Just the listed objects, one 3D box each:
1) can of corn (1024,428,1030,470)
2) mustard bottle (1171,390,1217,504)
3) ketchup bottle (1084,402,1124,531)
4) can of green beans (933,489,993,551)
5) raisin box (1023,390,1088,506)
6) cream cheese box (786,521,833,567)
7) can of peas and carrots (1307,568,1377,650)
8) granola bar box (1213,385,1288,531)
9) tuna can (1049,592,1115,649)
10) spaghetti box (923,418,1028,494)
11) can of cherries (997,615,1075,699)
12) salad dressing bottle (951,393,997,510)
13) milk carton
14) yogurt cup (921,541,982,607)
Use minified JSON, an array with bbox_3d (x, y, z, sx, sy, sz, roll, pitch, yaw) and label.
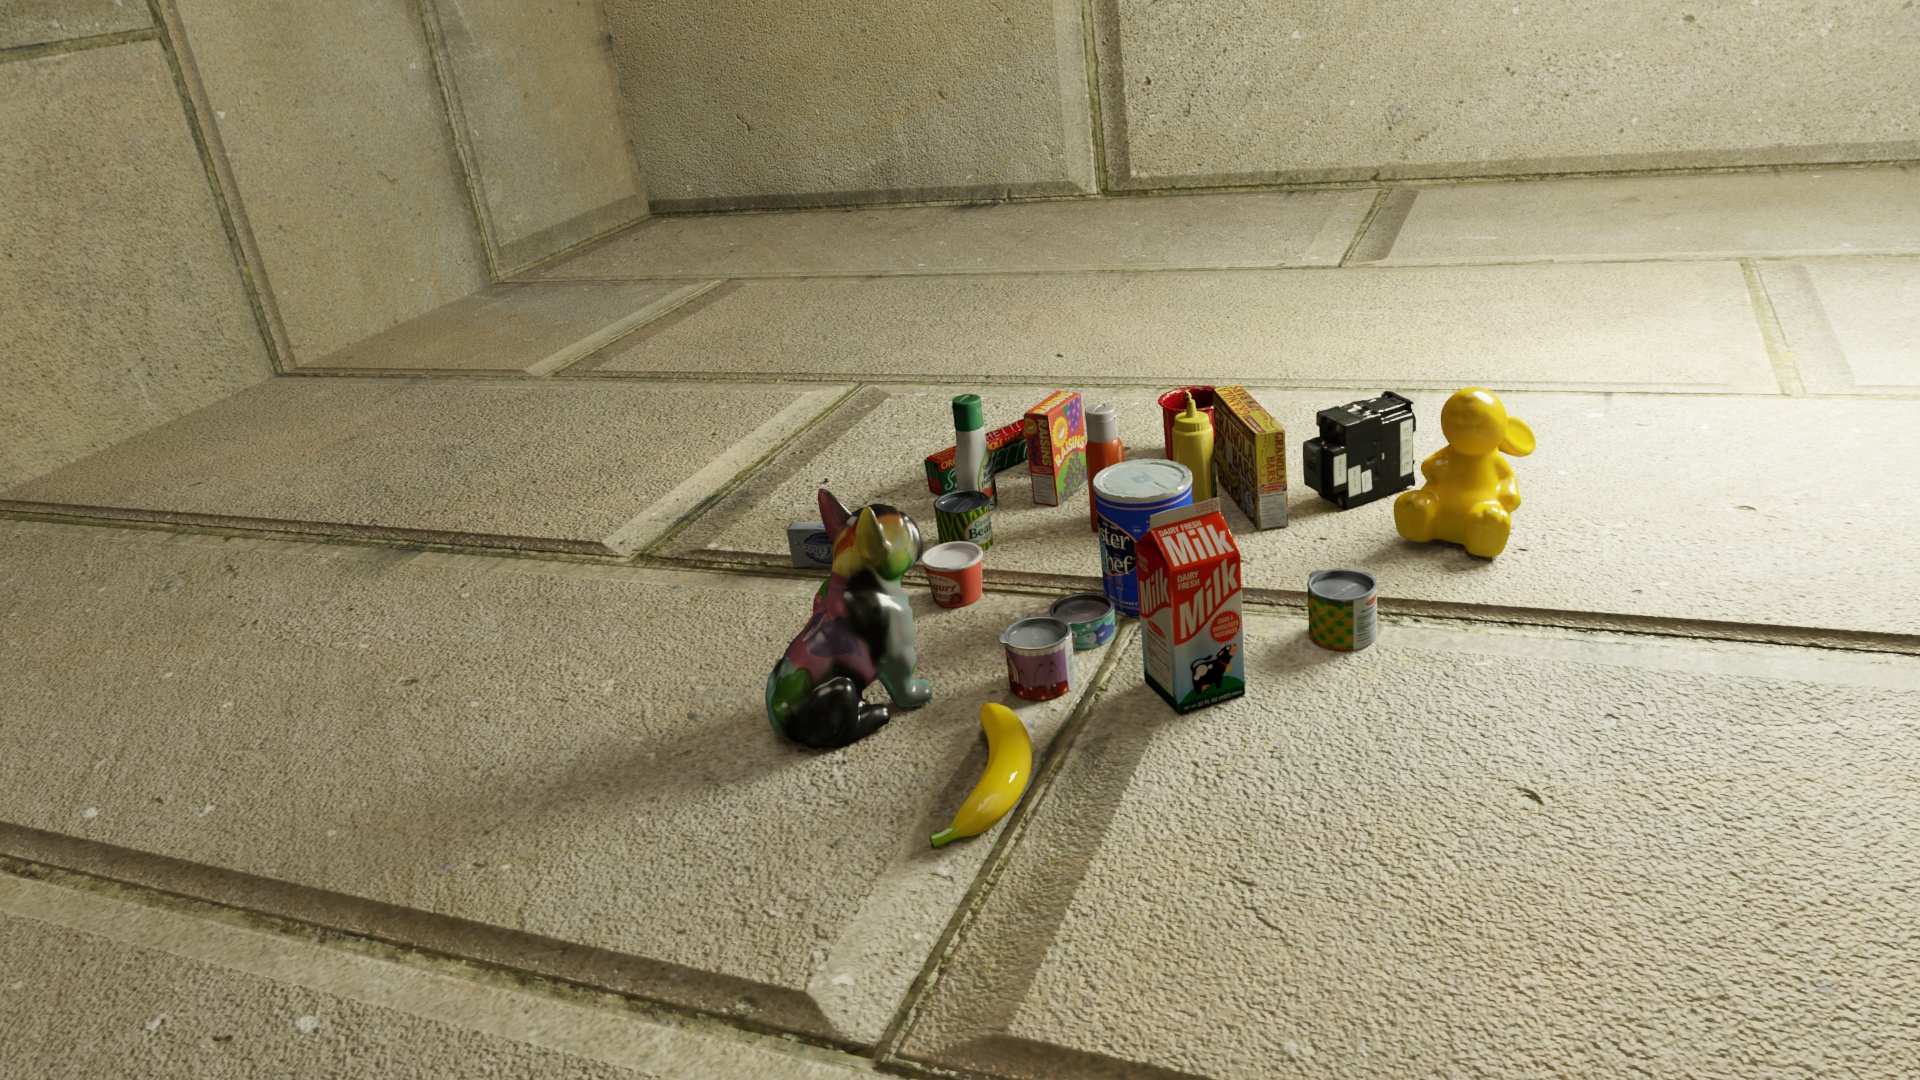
[{"bbox_3d":[0.120,-0.125,1.851,0.071,0.058,0.071,-6,24,3],"label":"can of corn"},{"bbox_3d":[0.273,-0.098,1.626,0.049,0.159,0.065,-1,25,14],"label":"mustard bottle"},{"bbox_3d":[0.172,-0.088,1.647,0.043,0.148,0.065,4,27,24],"label":"ketchup bottle"},{"bbox_3d":[0.004,-0.021,1.661,0.071,0.057,0.071,-6,24,3],"label":"can of green beans"},{"bbox_3d":[0.122,-0.117,1.755,0.040,0.123,0.086,9,29,34],"label":"raisin box"},{"bbox_3d":[-0.152,0.005,1.654,0.104,0.053,0.024,0,25,16],"label":"cream cheese box"},{"bbox_3d":[0.372,0.067,1.360,0.071,0.058,0.071,-6,24,3],"label":"can of peas and carrots"},{"bbox_3d":[0.343,-0.101,1.654,0.039,0.123,0.166,-9,24,-4],"label":"granola bar box"},{"bbox_3d":[0.125,0.084,1.427,0.071,0.032,0.071,-6,25,3],"label":"tuna can"},{"bbox_3d":[0.059,-0.126,1.880,0.251,0.050,0.029,-24,29,-32],"label":"spaghetti box"},{"bbox_3d":[0.074,0.114,1.346,0.071,0.058,0.072,-6,24,3],"label":"can of cherries"},{"bbox_3d":[0.015,-0.109,1.740,0.044,0.147,0.064,4,27,25],"label":"salad dressing bottle"},{"bbox_3d":[0.211,0.055,1.276,0.072,0.189,0.073,-15,25,-15],"label":"milk carton"},{"bbox_3d":[-0.006,0.039,1.538,0.072,0.053,0.073,-6,24,3],"label":"yogurt cup"}]
